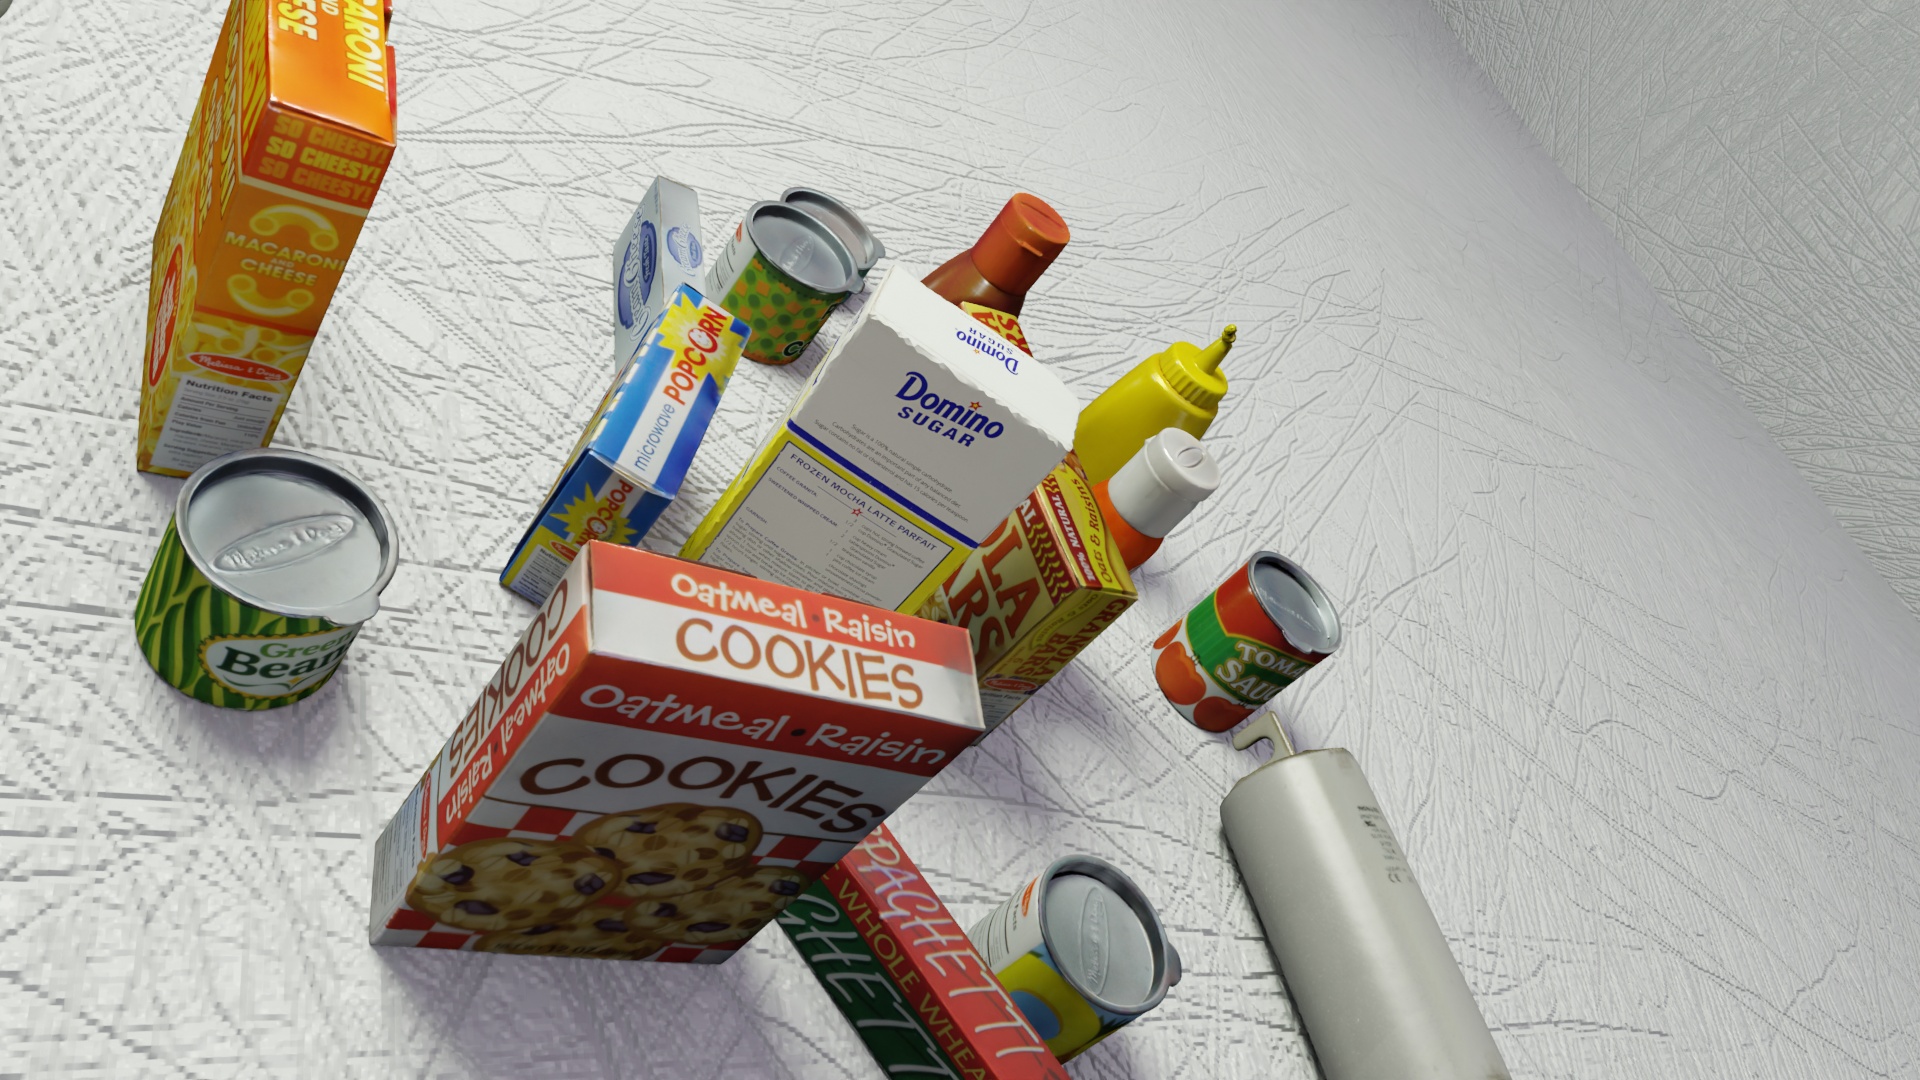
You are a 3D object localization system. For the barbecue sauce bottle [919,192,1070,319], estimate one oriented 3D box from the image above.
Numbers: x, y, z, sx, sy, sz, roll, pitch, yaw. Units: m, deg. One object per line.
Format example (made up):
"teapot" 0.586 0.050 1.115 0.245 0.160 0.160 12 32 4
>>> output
"barbecue sauce bottle" -0.001 -0.116 0.728 0.065 0.148 0.044 28 38 -22

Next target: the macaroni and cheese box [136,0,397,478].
"macaroni and cheese box" -0.241 -0.118 0.479 0.040 0.165 0.124 11 46 -38

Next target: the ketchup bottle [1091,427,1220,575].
"ketchup bottle" 0.061 0.006 0.661 0.043 0.148 0.065 51 35 10

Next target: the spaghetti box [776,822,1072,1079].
"spaghetti box" -0.010 0.172 0.504 0.250 0.050 0.029 52 36 12

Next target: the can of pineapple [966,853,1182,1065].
"can of pineapple" 0.042 0.169 0.552 0.071 0.057 0.071 26 38 -23

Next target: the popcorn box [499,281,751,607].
"popcorn box" -0.135 -0.038 0.570 0.038 0.085 0.127 32 37 -17

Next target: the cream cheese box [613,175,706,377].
"cream cheese box" -0.147 -0.124 0.676 0.024 0.053 0.104 18 42 -32

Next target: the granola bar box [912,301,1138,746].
"granola bar box" 0.002 -0.008 0.639 0.039 0.123 0.166 10 47 -38

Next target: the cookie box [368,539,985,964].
"cookie box" -0.090 0.074 0.426 0.123 0.166 0.040 16 43 -34

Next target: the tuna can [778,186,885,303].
"tuna can" -0.081 -0.169 0.805 0.071 0.032 0.071 26 38 -23

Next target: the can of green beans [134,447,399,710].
"can of green beans" -0.226 0.013 0.452 0.071 0.057 0.071 26 38 -23

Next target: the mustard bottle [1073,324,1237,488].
"mustard bottle" 0.101 -0.061 0.760 0.065 0.159 0.049 46 35 4

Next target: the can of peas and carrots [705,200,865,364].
"can of peas and carrots" -0.095 -0.134 0.733 0.071 0.058 0.071 26 38 -23

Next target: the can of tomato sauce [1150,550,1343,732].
"can of tomato sauce" 0.155 0.058 0.756 0.071 0.082 0.071 26 38 -23
